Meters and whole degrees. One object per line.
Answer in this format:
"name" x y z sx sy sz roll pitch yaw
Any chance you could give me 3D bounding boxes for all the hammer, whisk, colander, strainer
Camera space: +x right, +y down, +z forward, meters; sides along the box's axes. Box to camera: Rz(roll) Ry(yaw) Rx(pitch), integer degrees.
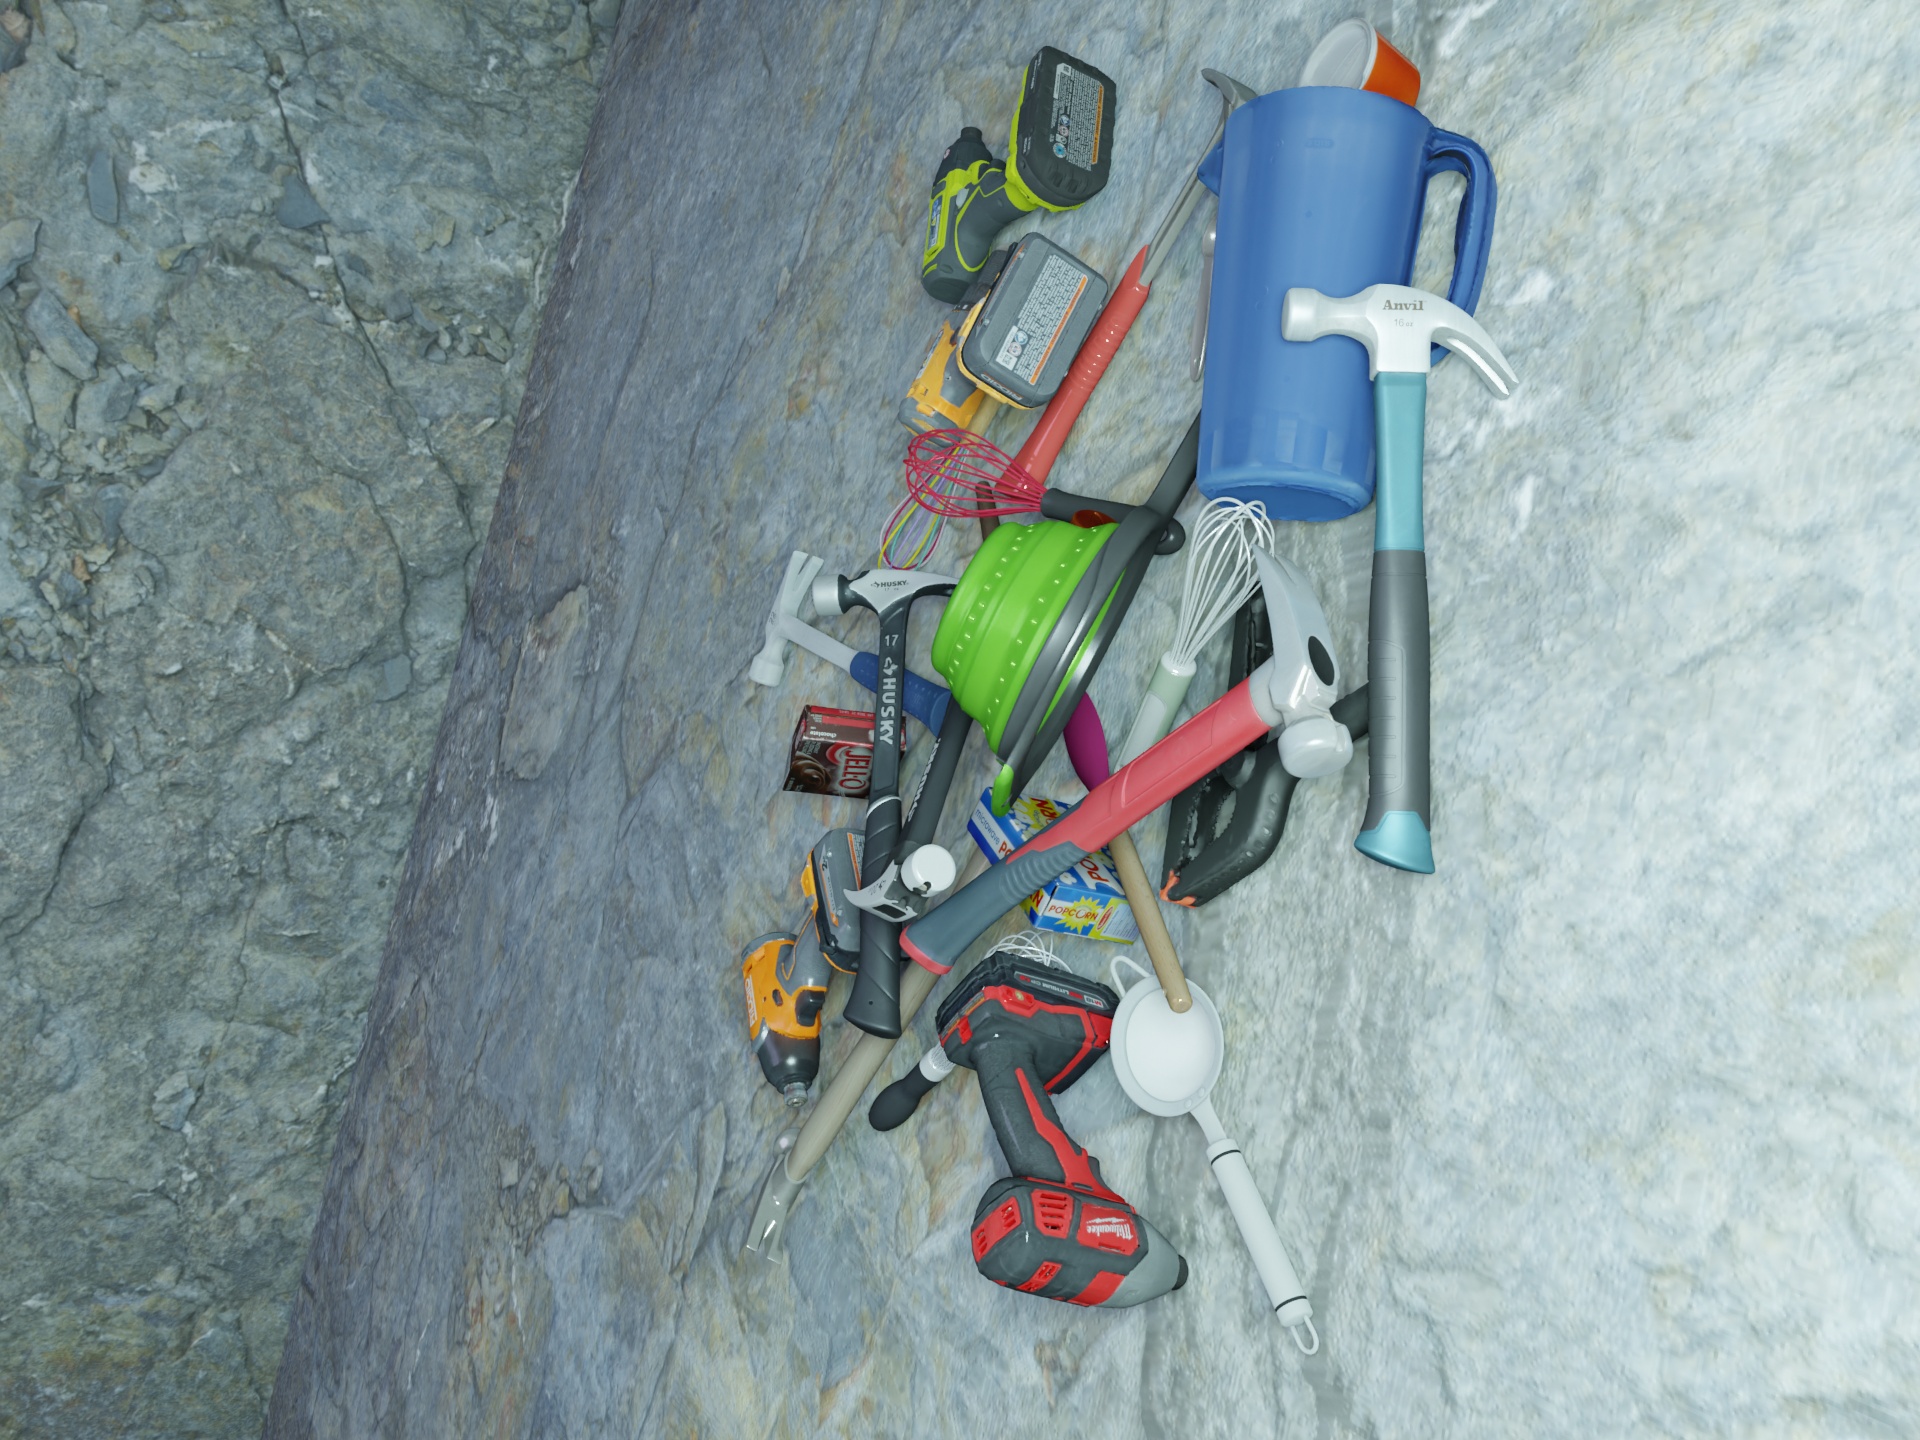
"hammer" 0.244 -0.081 0.891 0.033 0.128 0.331 62 -150 -84
"whisk" 0.144 -0.043 1.034 0.058 0.059 0.246 40 136 24
"whisk" -0.003 0.244 1.189 0.284 0.070 0.070 -52 37 42
"colander" 0.085 -0.131 1.058 0.397 0.094 0.204 -59 -9 -14
"hammer" -0.055 0.053 1.266 0.036 0.149 0.409 68 -160 -60
"hammer" 0.124 -0.322 1.234 0.359 0.036 0.149 -58 21 31
"hammer" -0.100 -0.061 1.498 0.406 0.035 0.144 29 102 59
"strainer" 0.153 0.250 0.944 0.087 0.050 0.259 -47 46 28
"whisk" 0.056 -0.173 1.225 0.296 0.073 0.073 24 98 42
"hammer" -0.056 0.243 1.249 0.410 0.038 0.146 -59 6 20
"hammer" -0.002 -0.004 1.175 0.146 0.035 0.335 -40 26 58
"whisk" -0.008 -0.228 1.416 0.245 0.047 0.051 -59 33 20
"hammer" 0.081 0.049 0.988 0.386 0.038 0.143 -40 44 41

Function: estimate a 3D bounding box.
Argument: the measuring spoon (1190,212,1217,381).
"measuring spoon" 0.186 -0.309 1.167 0.034 0.018 0.124 -167 85 -70

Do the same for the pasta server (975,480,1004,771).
"pasta server" 0.032 -0.081 1.290 0.060 0.040 0.317 74 -174 -52

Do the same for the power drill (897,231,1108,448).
"power drill" 0.037 -0.322 1.284 0.185 0.084 0.226 -63 17 -8

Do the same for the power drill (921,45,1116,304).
"power drill" 0.042 -0.493 1.420 0.223 0.080 0.171 -18 62 58

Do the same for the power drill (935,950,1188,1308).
"power drill" 0.064 0.262 0.998 0.078 0.143 0.220 -51 31 29

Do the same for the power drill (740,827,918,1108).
"power drill" -0.119 0.217 1.367 0.226 0.084 0.164 -55 36 38

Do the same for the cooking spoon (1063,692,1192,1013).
"cooking spoon" 0.105 0.077 1.069 0.319 0.017 0.068 -106 17 -53
